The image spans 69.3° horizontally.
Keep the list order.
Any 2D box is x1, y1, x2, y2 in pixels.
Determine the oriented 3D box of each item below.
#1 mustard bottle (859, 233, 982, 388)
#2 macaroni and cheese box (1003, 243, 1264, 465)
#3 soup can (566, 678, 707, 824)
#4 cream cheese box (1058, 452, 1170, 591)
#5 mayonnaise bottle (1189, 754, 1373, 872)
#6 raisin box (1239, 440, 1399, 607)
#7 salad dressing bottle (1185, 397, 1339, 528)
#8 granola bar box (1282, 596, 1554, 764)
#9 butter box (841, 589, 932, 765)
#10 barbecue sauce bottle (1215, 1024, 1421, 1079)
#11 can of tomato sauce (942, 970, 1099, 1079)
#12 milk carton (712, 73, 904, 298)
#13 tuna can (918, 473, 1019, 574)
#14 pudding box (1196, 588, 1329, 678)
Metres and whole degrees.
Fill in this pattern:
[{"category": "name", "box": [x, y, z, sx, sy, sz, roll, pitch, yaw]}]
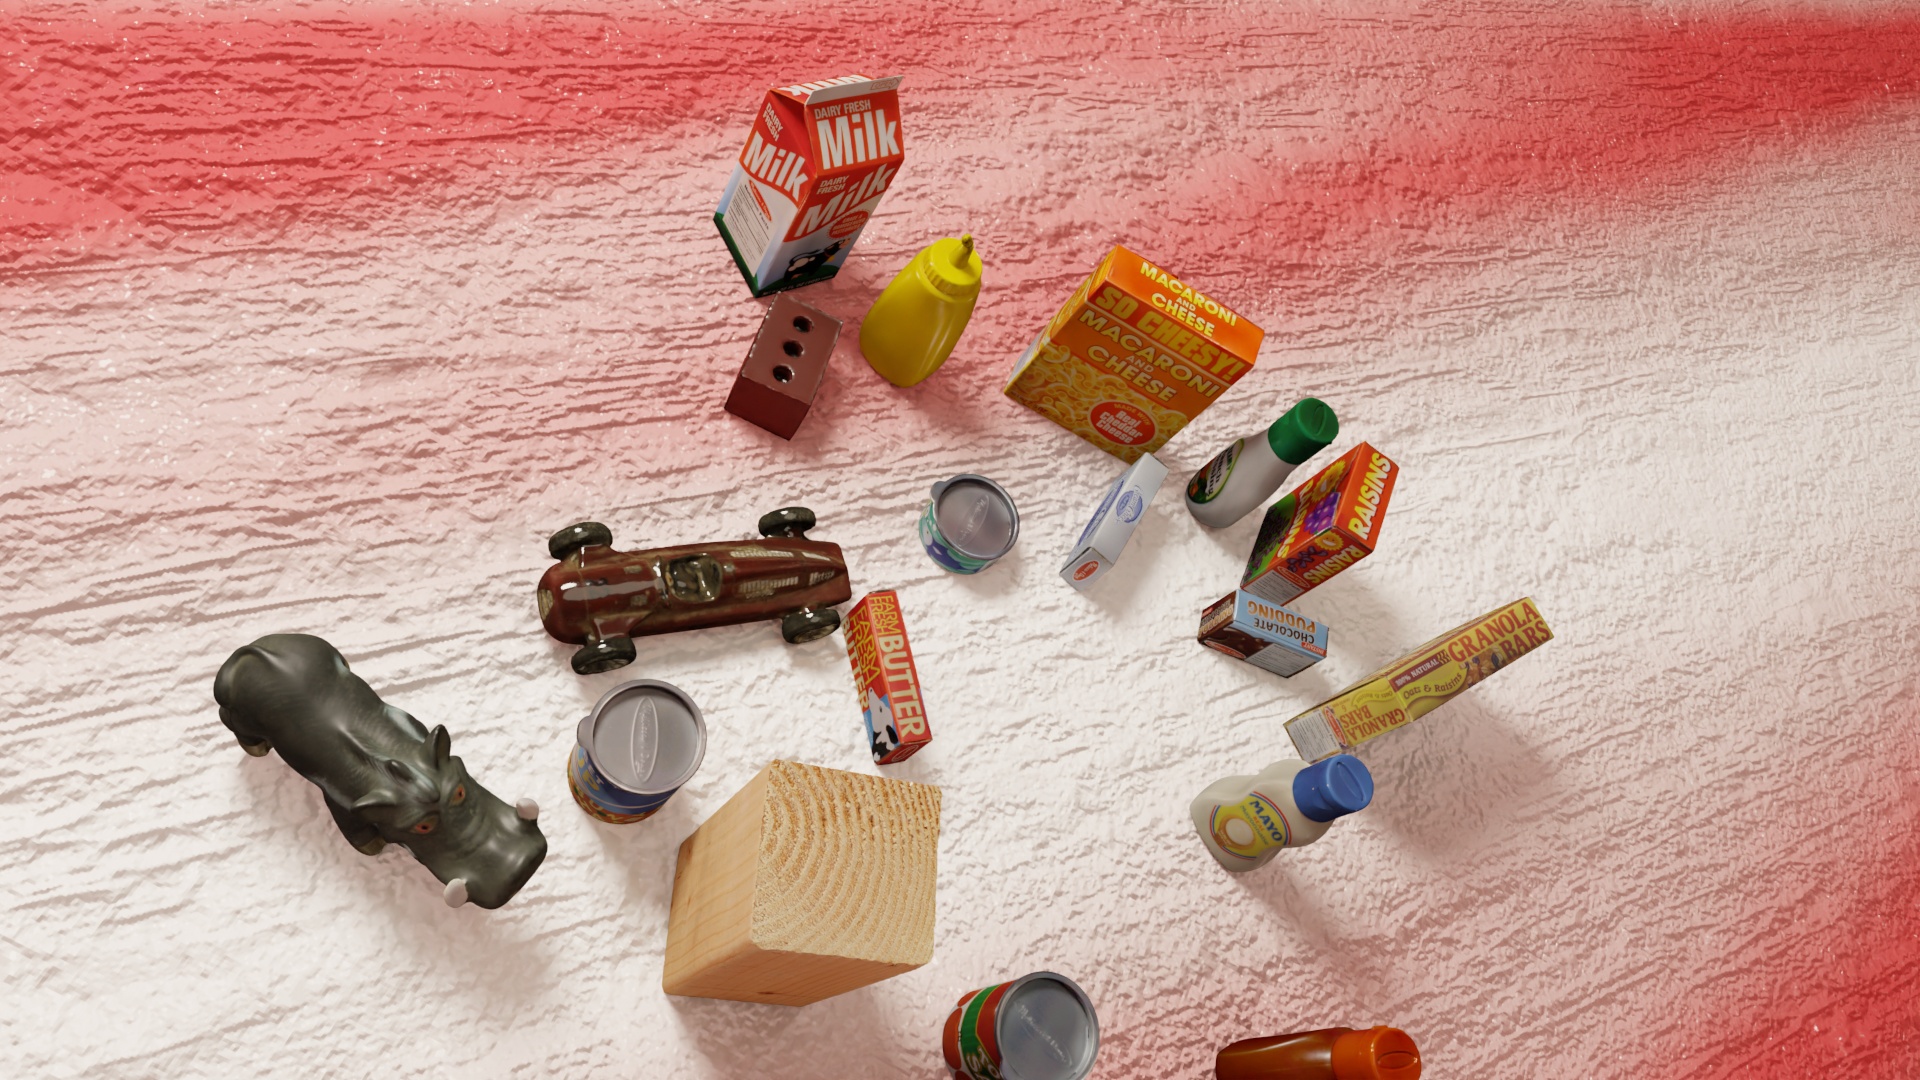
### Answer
[{"category": "mustard bottle", "box": [-0.020, -0.166, 0.966, 0.065, 0.159, 0.049, 44, 57, -1]}, {"category": "macaroni and cheese box", "box": [0.122, -0.130, 1.010, 0.124, 0.165, 0.040, 28, 59, -11]}, {"category": "soup can", "box": [-0.190, 0.123, 0.799, 0.071, 0.083, 0.071, 10, 64, -21]}, {"category": "cream cheese box", "box": [0.113, -0.014, 1.020, 0.024, 0.053, 0.104, 38, 57, -5]}, {"category": "mayonnaise bottle", "box": [0.213, 0.177, 0.921, 0.041, 0.147, 0.065, -28, 81, -32]}, {"category": "raisin box", "box": [0.269, -0.010, 1.048, 0.040, 0.123, 0.086, 33, 58, -8]}, {"category": "salad dressing bottle", "box": [0.223, -0.057, 1.034, 0.044, 0.147, 0.064, 30, 58, -10]}, {"category": "granola bar box", "box": [0.337, 0.103, 1.026, 0.166, 0.123, 0.039, -21, 78, -31]}, {"category": "butter box", "box": [-0.049, 0.088, 0.898, 0.024, 0.053, 0.104, -5, 70, -27]}, {"category": "barbecue sauce bottle", "box": [0.221, 0.324, 0.856, 0.065, 0.148, 0.044, 4, 66, -23]}, {"category": "can of tomato sauce", "box": [0.033, 0.296, 0.822, 0.071, 0.082, 0.071, 10, 64, -21]}, {"category": "milk carton", "box": [-0.101, -0.251, 0.950, 0.072, 0.189, 0.073, -22, 78, -31]}, {"category": "tuna can", "box": [0.004, -0.012, 0.981, 0.071, 0.032, 0.071, 10, 63, -20]}, {"category": "pudding box", "box": [0.226, 0.070, 1.035, 0.084, 0.049, 0.030, 22, 60, -14]}]
